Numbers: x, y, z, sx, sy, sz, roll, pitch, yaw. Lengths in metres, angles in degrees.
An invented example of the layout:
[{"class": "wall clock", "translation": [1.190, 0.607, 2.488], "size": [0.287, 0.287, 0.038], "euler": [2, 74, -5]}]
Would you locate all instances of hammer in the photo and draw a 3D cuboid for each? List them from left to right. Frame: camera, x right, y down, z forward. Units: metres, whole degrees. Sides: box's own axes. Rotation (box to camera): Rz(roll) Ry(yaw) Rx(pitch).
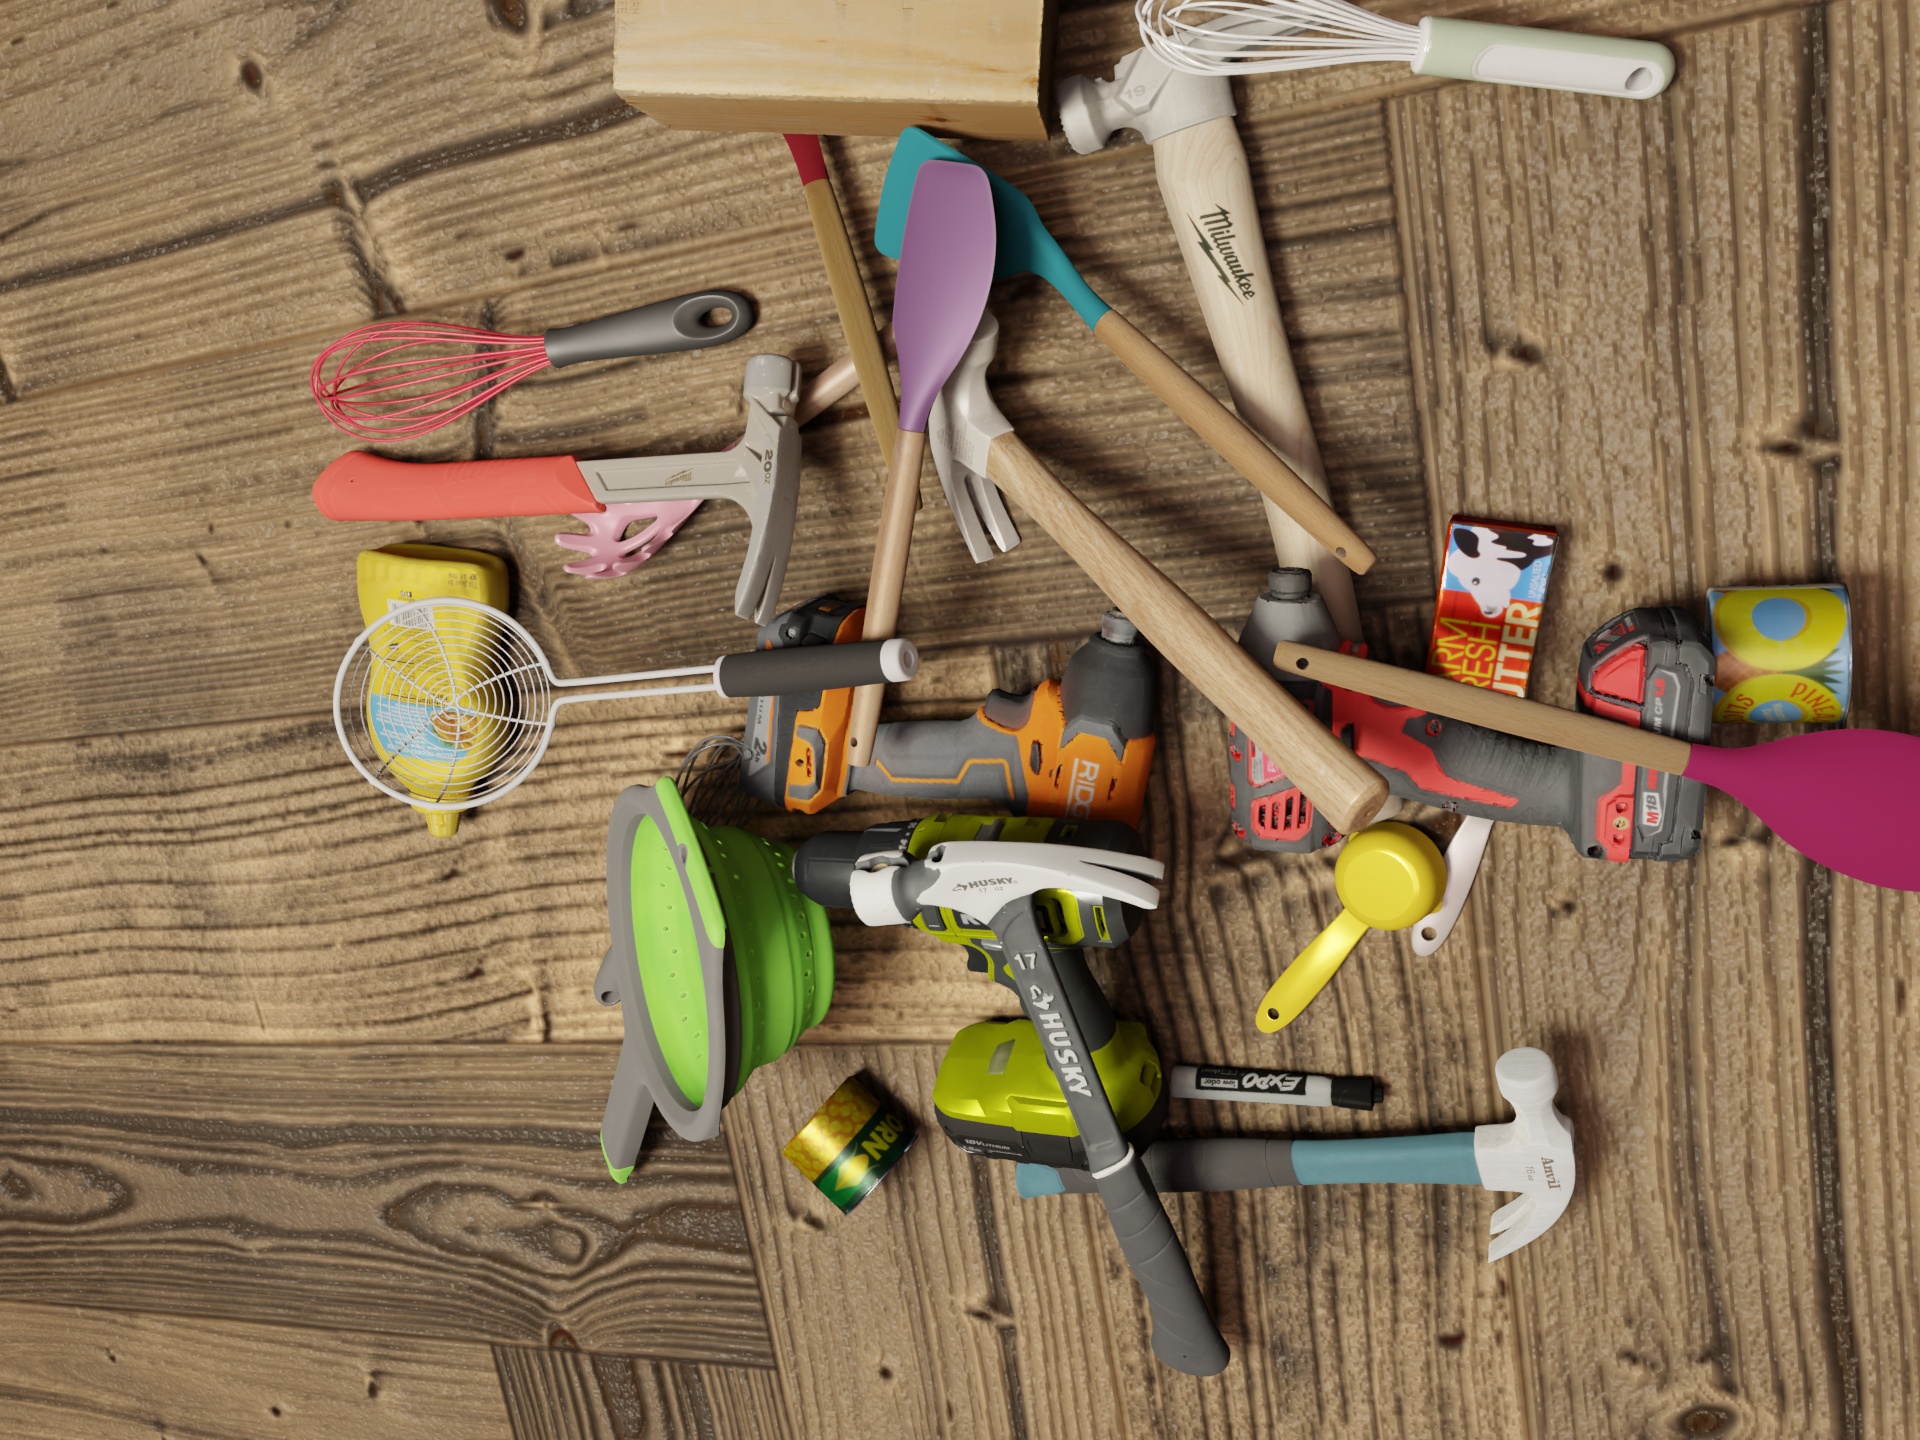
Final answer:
[{"class": "hammer", "translation": [-0.252, -0.131, 0.951], "size": [0.359, 0.036, 0.149], "euler": [2, 80, 28]}, {"class": "hammer", "translation": [0.081, 0.221, 0.851], "size": [0.149, 0.036, 0.408], "euler": [-9, 124, 22]}, {"class": "hammer", "translation": [0.086, -0.065, 0.791], "size": [0.332, 0.031, 0.130], "euler": [49, 152, 29]}, {"class": "hammer", "translation": [0.180, 0.253, 0.913], "size": [0.331, 0.033, 0.128], "euler": [-10, 117, 27]}, {"class": "hammer", "translation": [0.173, -0.145, 0.814], "size": [0.146, 0.038, 0.410], "euler": [-13, 100, 23]}]

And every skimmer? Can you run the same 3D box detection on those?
[{"class": "skimmer", "translation": [-0.196, -0.018, 0.884], "size": [0.363, 0.090, 0.127], "euler": [-4, 91, 32]}]

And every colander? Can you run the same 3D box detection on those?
[{"class": "colander", "translation": [-0.156, 0.183, 0.984], "size": [0.205, 0.094, 0.396], "euler": [64, 149, 31]}]

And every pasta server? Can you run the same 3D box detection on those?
[{"class": "pasta server", "translation": [-0.110, -0.172, 0.916], "size": [0.316, 0.040, 0.060], "euler": [-31, 67, 24]}]

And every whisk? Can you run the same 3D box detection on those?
[{"class": "whisk", "translation": [-0.260, -0.219, 0.953], "size": [0.296, 0.073, 0.073], "euler": [-7, 102, 16]}, {"class": "whisk", "translation": [-0.187, 0.101, 1.019], "size": [0.055, 0.055, 0.239], "euler": [36, 118, 8]}, {"class": "whisk", "translation": [0.201, -0.308, 0.722], "size": [0.246, 0.059, 0.057], "euler": [7, 143, 0]}]

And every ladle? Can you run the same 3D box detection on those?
[{"class": "ladle", "translation": [-0.071, -0.265, 0.862], "size": [0.069, 0.031, 0.315], "euler": [-16, 94, 19]}]

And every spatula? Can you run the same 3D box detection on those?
[{"class": "spatula", "translation": [-0.027, -0.125, 0.824], "size": [0.060, 0.018, 0.315], "euler": [22, 109, 33]}, {"class": "spatula", "translation": [0.082, -0.178, 0.797], "size": [0.318, 0.044, 0.082], "euler": [46, 147, 15]}]

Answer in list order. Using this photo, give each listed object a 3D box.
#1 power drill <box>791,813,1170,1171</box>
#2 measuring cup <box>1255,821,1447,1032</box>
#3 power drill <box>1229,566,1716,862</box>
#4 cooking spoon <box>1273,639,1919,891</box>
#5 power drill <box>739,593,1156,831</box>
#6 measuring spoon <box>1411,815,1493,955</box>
[{"class": "power drill", "translation": [0.019, 0.144, 0.885], "size": [0.190, 0.080, 0.228], "euler": [0, 128, 23]}, {"class": "measuring cup", "translation": [0.205, 0.122, 0.876], "size": [0.062, 0.029, 0.156], "euler": [42, 118, 19]}, {"class": "power drill", "translation": [0.241, -0.004, 0.776], "size": [0.220, 0.078, 0.143], "euler": [2, 106, 17]}, {"class": "cooking spoon", "translation": [0.297, 0.011, 0.709], "size": [0.319, 0.017, 0.068], "euler": [16, 111, 15]}, {"class": "power drill", "translation": [-0.001, -0.003, 0.900], "size": [0.226, 0.084, 0.164], "euler": [14, 109, 13]}, {"class": "measuring spoon", "translation": [0.268, 0.076, 0.848], "size": [0.034, 0.018, 0.124], "euler": [22, 112, 14]}]
